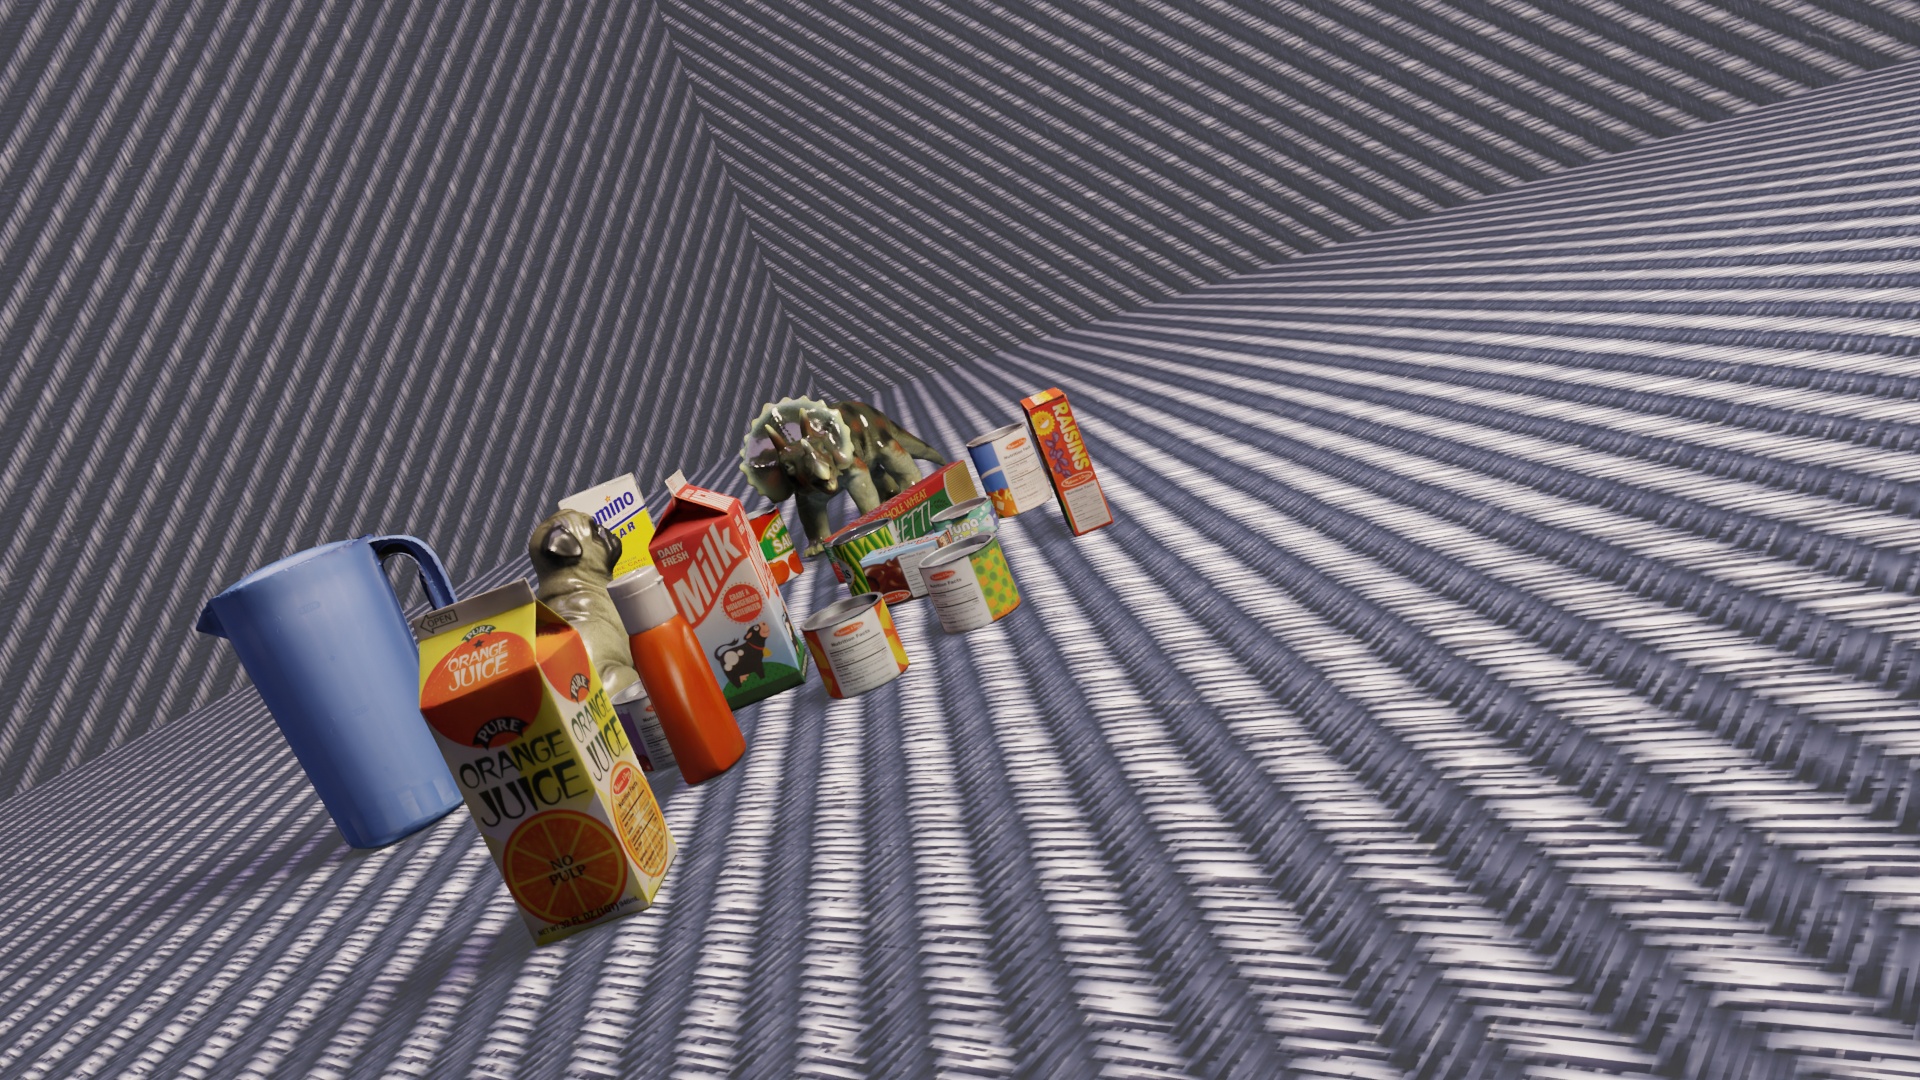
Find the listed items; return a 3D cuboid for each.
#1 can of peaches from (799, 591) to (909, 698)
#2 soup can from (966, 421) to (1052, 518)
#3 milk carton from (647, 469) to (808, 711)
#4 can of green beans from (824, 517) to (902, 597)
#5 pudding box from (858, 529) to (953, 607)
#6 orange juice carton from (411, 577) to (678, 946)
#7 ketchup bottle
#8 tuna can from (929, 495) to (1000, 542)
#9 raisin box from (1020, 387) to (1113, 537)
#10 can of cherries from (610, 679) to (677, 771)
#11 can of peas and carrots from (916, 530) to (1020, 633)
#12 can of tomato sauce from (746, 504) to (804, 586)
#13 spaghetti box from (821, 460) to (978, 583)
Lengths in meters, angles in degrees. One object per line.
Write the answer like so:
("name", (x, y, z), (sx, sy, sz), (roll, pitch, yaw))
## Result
("can of peaches", (-0.078, 0.077, 1.036), (0.071, 0.058, 0.071), (-21, 11, 4))
("soup can", (0.050, -0.073, 1.454), (0.071, 0.083, 0.071), (-21, 10, 4))
("milk carton", (-0.193, 0.034, 1.118), (0.073, 0.190, 0.072), (-22, 10, 1))
("can of green beans", (-0.087, 0.016, 1.352), (0.071, 0.057, 0.071), (-21, 11, 4))
("pudding box", (-0.043, 0.026, 1.243), (0.083, 0.049, 0.030), (-17, 12, 26))
("orange juice carton", (-0.236, 0.119, 0.782), (0.072, 0.192, 0.073), (-21, 10, 5))
("ketchup bottle", (-0.198, 0.091, 0.962), (0.043, 0.148, 0.065), (-20, 10, 10))
("tuna can", (0.005, -0.018, 1.406), (0.071, 0.032, 0.071), (-21, 11, 4))
("raisin box", (0.096, -0.073, 1.256), (0.040, 0.123, 0.086), (-22, 10, 3))
("can of cherries", (-0.221, 0.133, 1.045), (0.071, 0.058, 0.071), (-21, 11, 4))
("can of peas and carrots", (0.008, 0.032, 1.086), (0.071, 0.058, 0.071), (-21, 11, 4))
("can of tomato sauce", (-0.223, 0.009, 1.590), (0.071, 0.083, 0.071), (-21, 10, 4))
("spaghetti box", (-0.061, -0.024, 1.520), (0.028, 0.050, 0.251), (-14, 13, 37))
